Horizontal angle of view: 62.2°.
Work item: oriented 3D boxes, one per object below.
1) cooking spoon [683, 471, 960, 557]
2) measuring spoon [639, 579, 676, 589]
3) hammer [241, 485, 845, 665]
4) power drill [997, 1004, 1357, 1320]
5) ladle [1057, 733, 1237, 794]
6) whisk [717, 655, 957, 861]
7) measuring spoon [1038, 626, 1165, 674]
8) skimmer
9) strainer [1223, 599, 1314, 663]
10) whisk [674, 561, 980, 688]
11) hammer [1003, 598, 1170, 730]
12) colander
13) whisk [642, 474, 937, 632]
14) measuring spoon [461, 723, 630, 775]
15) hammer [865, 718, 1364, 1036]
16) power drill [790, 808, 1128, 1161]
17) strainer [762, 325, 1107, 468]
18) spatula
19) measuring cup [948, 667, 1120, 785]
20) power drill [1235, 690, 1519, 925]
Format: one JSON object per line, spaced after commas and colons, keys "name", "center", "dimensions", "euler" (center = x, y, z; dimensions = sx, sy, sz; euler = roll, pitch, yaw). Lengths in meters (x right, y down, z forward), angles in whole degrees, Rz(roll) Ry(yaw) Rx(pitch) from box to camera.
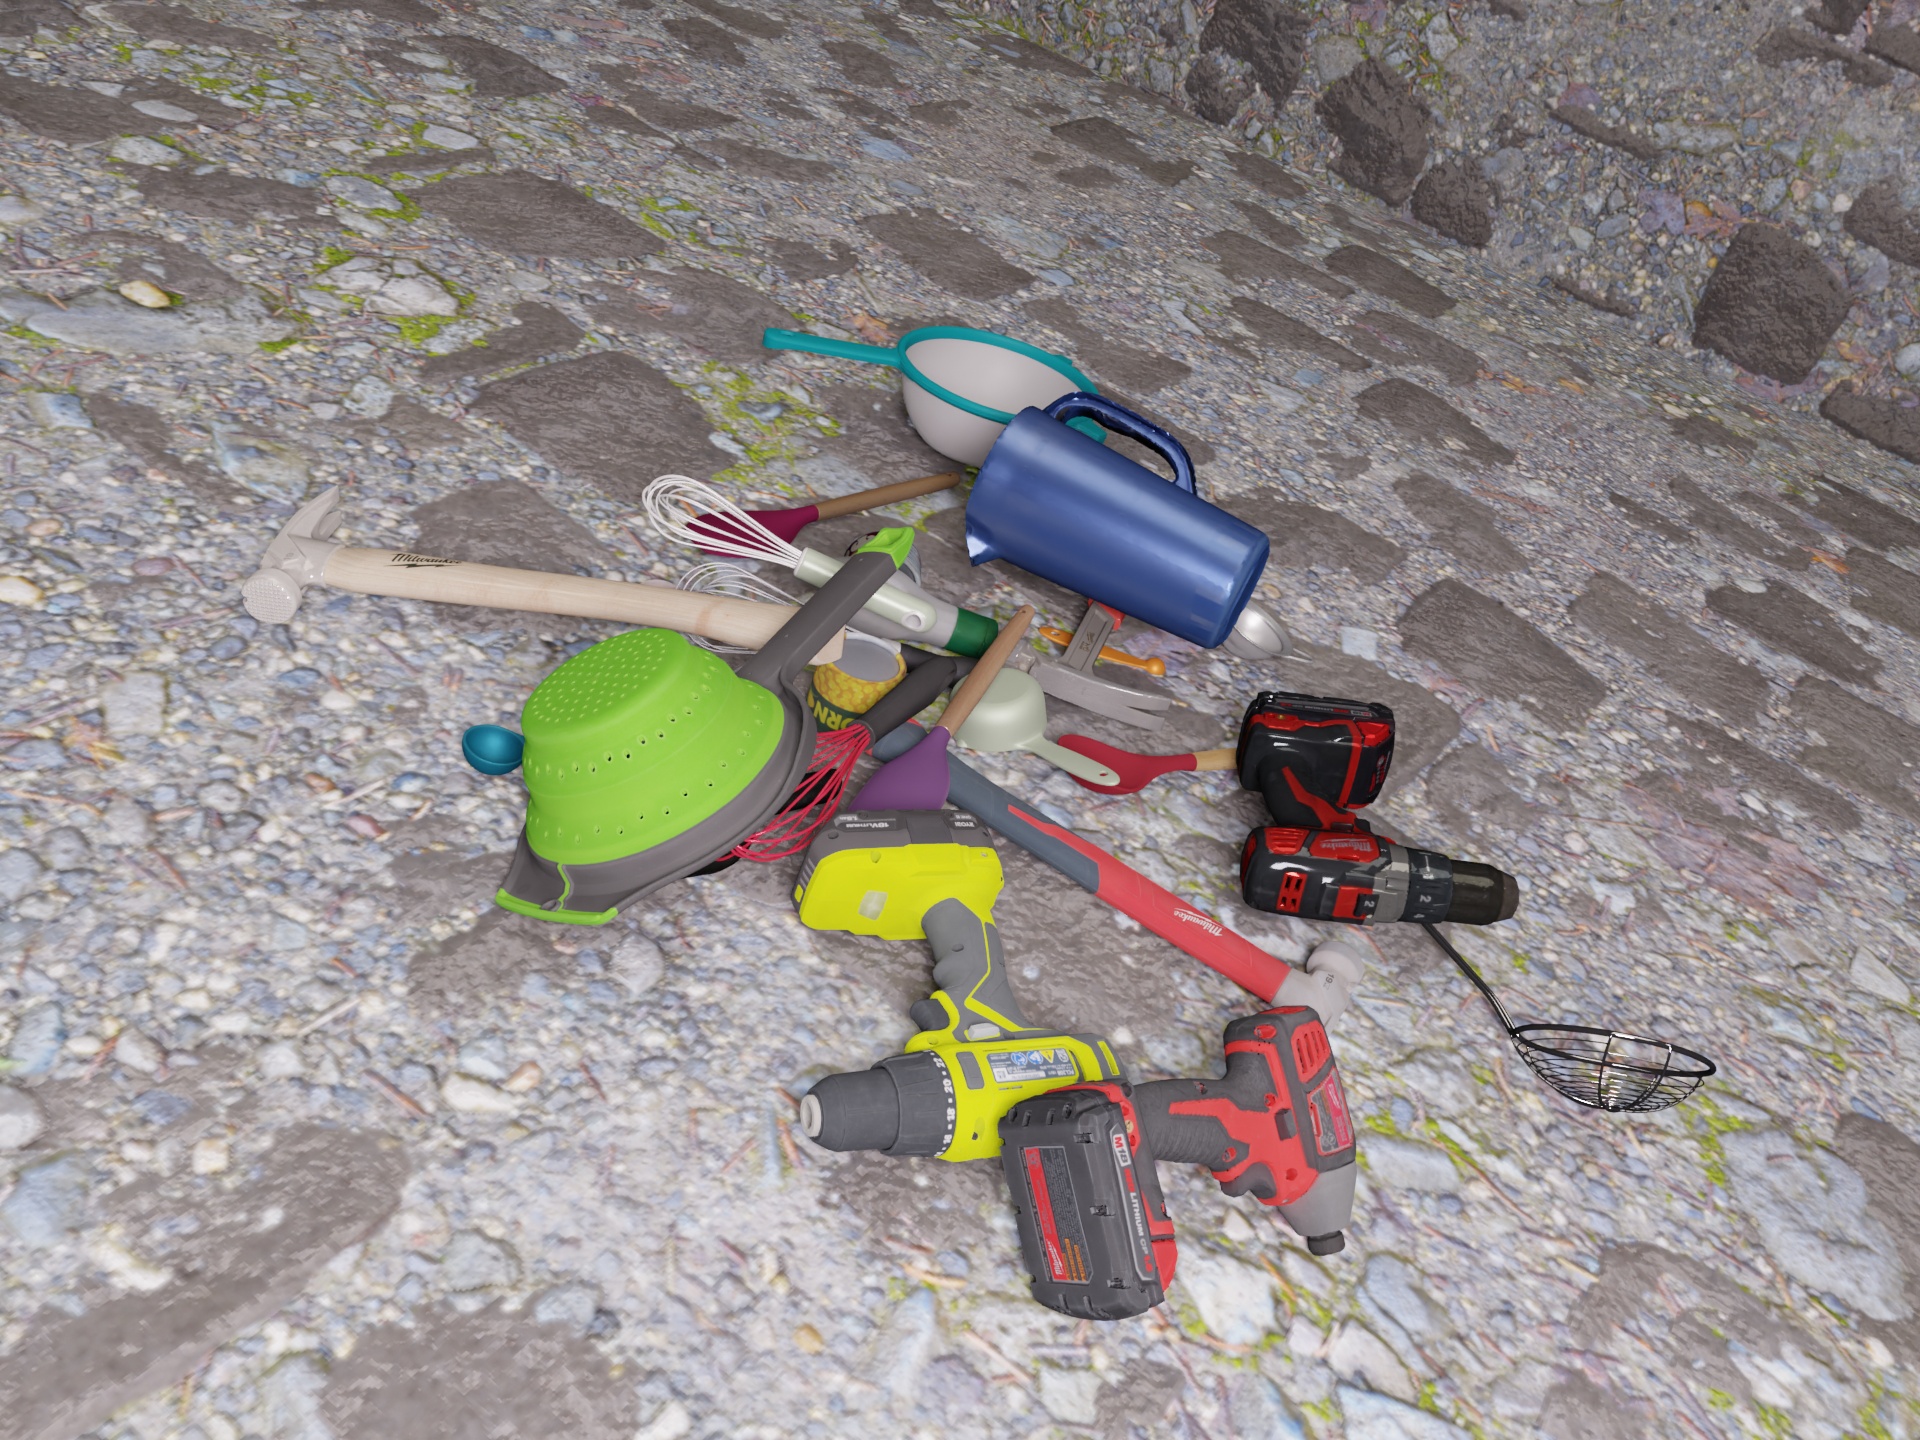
{"name": "cooking spoon", "center": [-0.113, -0.192, 1.433], "dimensions": [0.319, 0.017, 0.069], "euler": [-21, 53, -43]}
{"name": "measuring spoon", "center": [-0.277, -0.090, 1.223], "dimensions": [0.124, 0.018, 0.034], "euler": [-5, 42, -22]}
{"name": "hammer", "center": [-0.287, -0.096, 1.154], "dimensions": [0.410, 0.038, 0.146], "euler": [8, 35, -3]}
{"name": "power drill", "center": [0.136, 0.250, 0.889], "dimensions": [0.219, 0.078, 0.143], "euler": [-7, 81, -38]}
{"name": "ladle", "center": [0.207, 0.030, 1.289], "dimensions": [0.315, 0.031, 0.069], "euler": [-3, 39, -33]}
{"name": "whisk", "center": [-0.078, 0.018, 1.082], "dimensions": [0.073, 0.073, 0.296], "euler": [31, 36, 15]}
{"name": "measuring spoon", "center": [0.124, -0.064, 1.385], "dimensions": [0.117, 0.011, 0.021], "euler": [18, 35, -3]}
{"name": "skimmer", "center": [0.381, 0.148, 1.164], "dimensions": [0.127, 0.090, 0.364], "euler": [32, 15, -47]}
{"name": "strainer", "center": [0.213, -0.130, 1.442], "dimensions": [0.258, 0.050, 0.087], "euler": [45, 28, -2]}
{"name": "whisk", "center": [-0.088, -0.060, 1.243], "dimensions": [0.284, 0.070, 0.070], "euler": [15, 35, -15]}
{"name": "hammer", "center": [0.145, -0.109, 1.423], "dimensions": [0.149, 0.036, 0.359], "euler": [21, 33, 8]}
{"name": "colander", "center": [-0.156, -0.041, 1.016], "dimensions": [0.204, 0.094, 0.397], "euler": [3, 40, 38]}
{"name": "whisk", "center": [-0.131, -0.127, 1.230], "dimensions": [0.246, 0.057, 0.059], "euler": [24, 37, -8]}
{"name": "measuring spoon", "center": [-0.275, 0.024, 1.072], "dimensions": [0.128, 0.021, 0.042], "euler": [2, 38, -39]}
{"name": "hammer", "center": [0.087, 0.112, 1.111], "dimensions": [0.386, 0.038, 0.143], "euler": [31, 38, 15]}
{"name": "power drill", "center": [-0.024, 0.161, 0.957], "dimensions": [0.190, 0.080, 0.229], "euler": [1, 42, -27]}
{"name": "strainer", "center": [-0.033, -0.316, 1.576], "dimensions": [0.340, 0.095, 0.211], "euler": [7, 34, -15]}
{"name": "spatula", "center": [-0.002, -0.004, 1.164], "dimensions": [0.060, 0.018, 0.316], "euler": [12, 37, 18]}
{"name": "measuring cup", "center": [0.057, 0.004, 1.194], "dimensions": [0.083, 0.038, 0.168], "euler": [-28, 37, -32]}
{"name": "power drill", "center": [0.294, 0.071, 1.163], "dimensions": [0.188, 0.080, 0.227], "euler": [7, 30, 1]}
